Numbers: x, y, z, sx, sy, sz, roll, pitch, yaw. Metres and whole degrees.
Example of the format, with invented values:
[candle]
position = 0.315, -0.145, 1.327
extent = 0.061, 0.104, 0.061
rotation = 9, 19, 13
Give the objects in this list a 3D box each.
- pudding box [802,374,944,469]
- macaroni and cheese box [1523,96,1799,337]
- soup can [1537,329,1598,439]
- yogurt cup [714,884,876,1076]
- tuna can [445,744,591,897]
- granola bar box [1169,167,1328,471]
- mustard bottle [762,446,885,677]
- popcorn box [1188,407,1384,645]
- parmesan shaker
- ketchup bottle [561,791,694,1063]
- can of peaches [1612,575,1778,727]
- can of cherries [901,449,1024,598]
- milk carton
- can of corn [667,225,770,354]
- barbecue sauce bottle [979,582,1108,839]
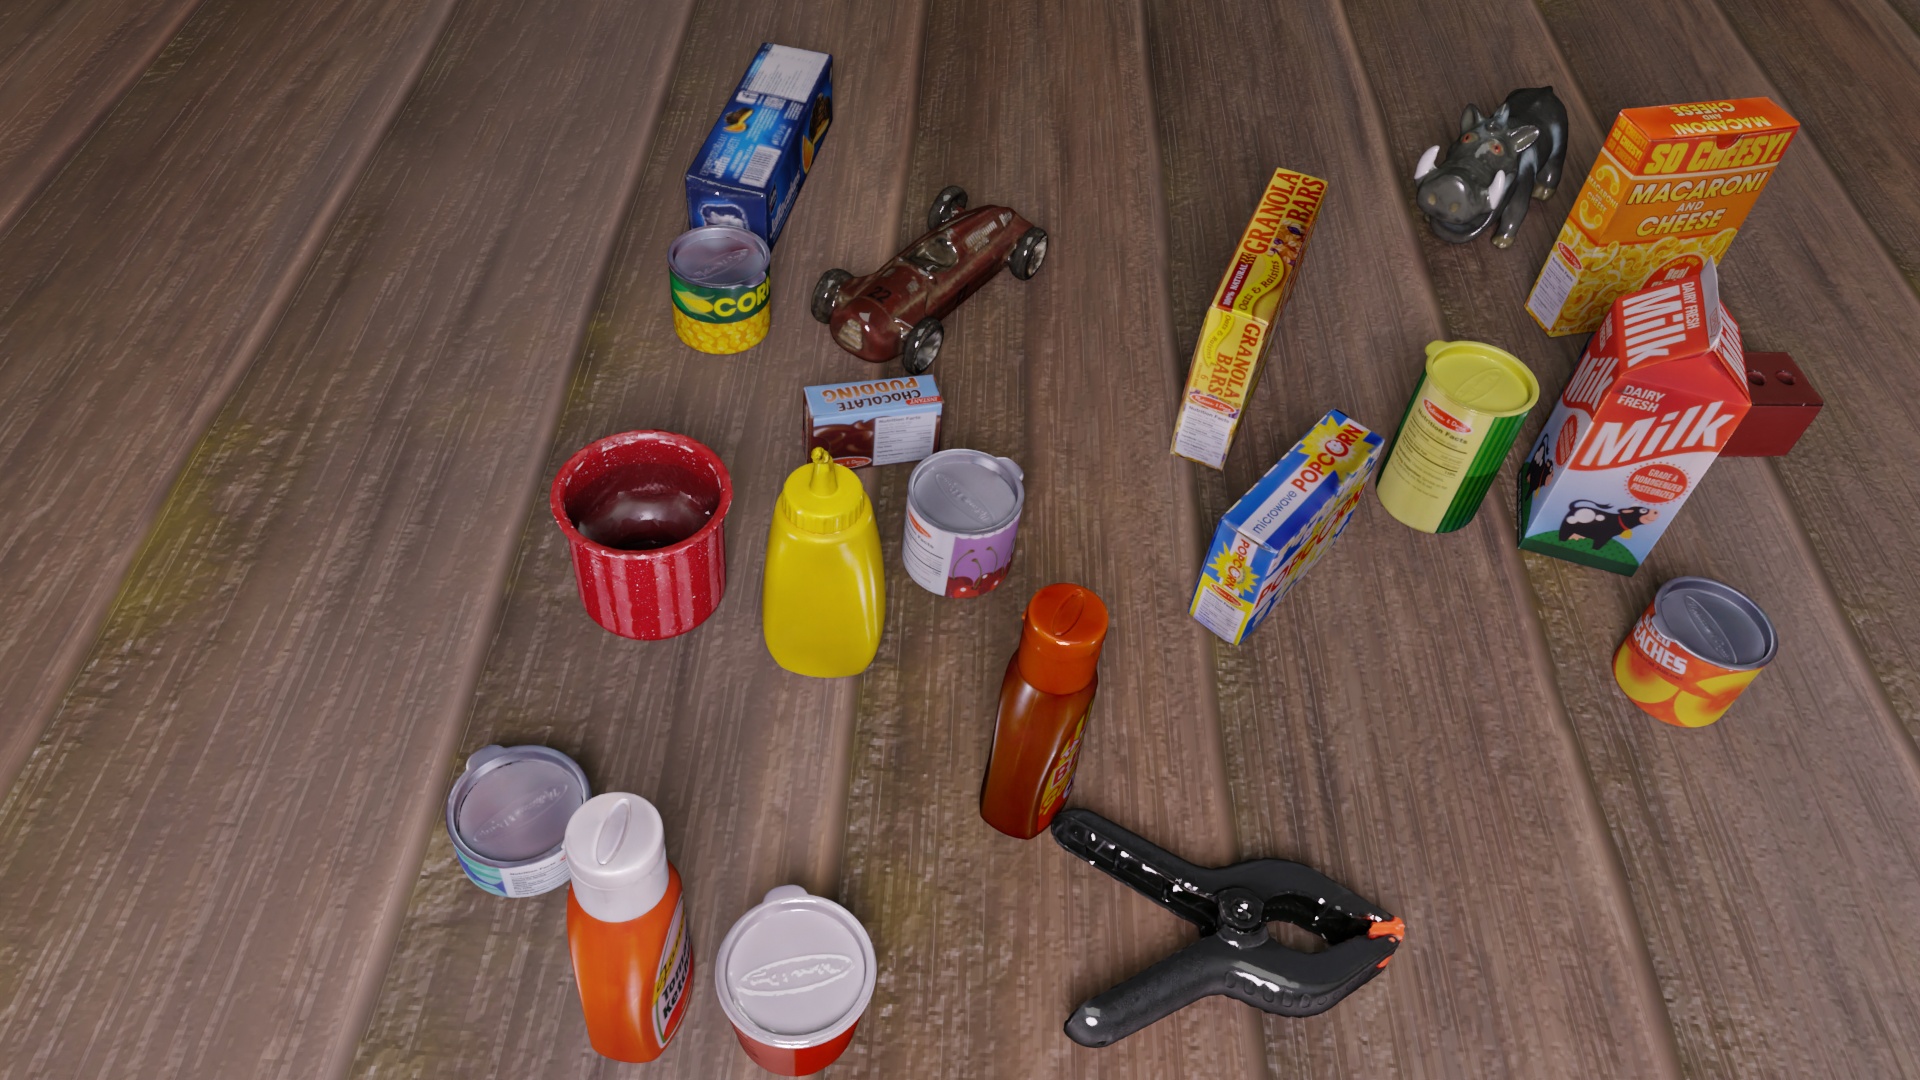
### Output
[pudding box]
position = -0.055, -0.072, 0.854
extent = 0.084, 0.049, 0.030
rotation = -8, 50, -14
[macaroni and cheese box]
position = 0.490, -0.225, 0.979
extent = 0.124, 0.165, 0.040
rotation = -9, 50, -15
[soup can]
position = 0.420, -0.086, 0.901
extent = 0.071, 0.083, 0.072
rotation = 3, 48, -4
[yogurt cup]
position = -0.072, 0.197, 0.606
extent = 0.072, 0.053, 0.073
rotation = 3, 48, -4
[tuna can]
position = -0.210, 0.132, 0.663
extent = 0.071, 0.032, 0.071
rotation = 3, 48, -4
[granola bar box]
position = 0.186, -0.145, 0.899
extent = 0.039, 0.123, 0.166
rotation = 20, 49, 11
[mustard bottle]
position = -0.069, 0.007, 0.707
extent = 0.065, 0.159, 0.049
rotation = 5, 48, -3
[popcorn box]
position = 0.188, -0.008, 0.802
extent = 0.038, 0.084, 0.127
rotation = 34, 53, 22
[parmesan shaker]
position = 0.300, -0.064, 0.854
extent = 0.071, 0.102, 0.072
rotation = 3, 48, -4
[ketchup bottle]
position = -0.137, 0.157, 0.571
extent = 0.043, 0.148, 0.065
rotation = 10, 48, 2
[can of peaches]
position = 0.410, 0.063, 0.783
extent = 0.071, 0.057, 0.071
rotation = 3, 48, -4
[can of cherries]
position = 0.003, -0.010, 0.799
extent = 0.071, 0.058, 0.072
rotation = 3, 48, -4
[milk carton]
position = 0.397, -0.071, 0.814
extent = 0.073, 0.189, 0.073
rotation = 15, 48, 6
[can of corn]
position = -0.157, -0.164, 0.919
extent = 0.071, 0.058, 0.071
rotation = 3, 48, -4
[barbecue sauce bottle]
position = 0.040, 0.080, 0.662
extent = 0.044, 0.147, 0.065
rotation = 23, 50, 14
